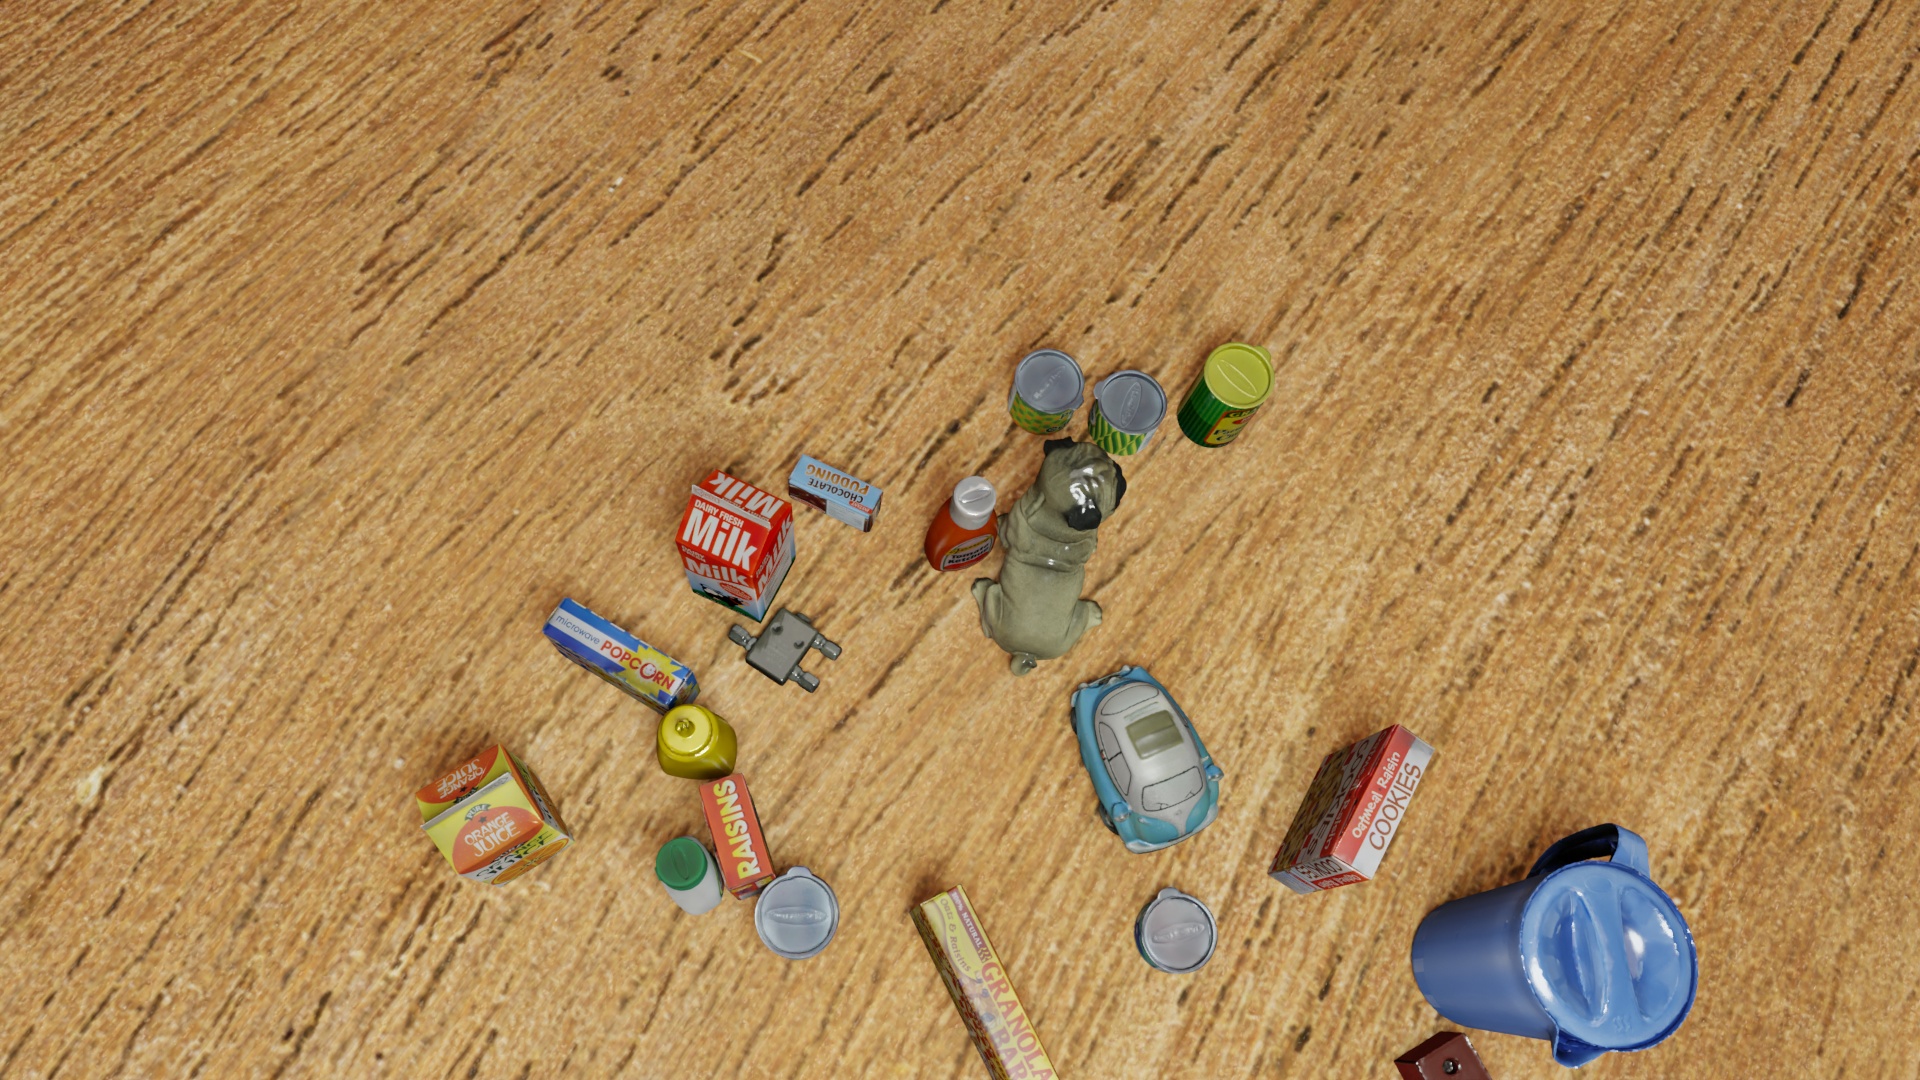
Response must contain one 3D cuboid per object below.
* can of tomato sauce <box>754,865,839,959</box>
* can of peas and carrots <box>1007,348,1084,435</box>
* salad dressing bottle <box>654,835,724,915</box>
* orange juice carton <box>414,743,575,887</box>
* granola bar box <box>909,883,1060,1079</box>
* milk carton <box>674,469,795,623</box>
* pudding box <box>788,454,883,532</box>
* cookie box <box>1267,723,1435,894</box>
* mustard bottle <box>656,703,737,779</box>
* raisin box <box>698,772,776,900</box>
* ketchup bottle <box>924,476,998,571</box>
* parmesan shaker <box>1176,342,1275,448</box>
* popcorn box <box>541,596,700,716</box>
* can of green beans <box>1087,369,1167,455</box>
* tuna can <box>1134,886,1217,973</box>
[{"bbox_3d":[-0.133,0.306,1.134,0.071,0.083,0.071,2,72,-5],"label":"can of tomato sauce"},{"bbox_3d":[0.083,-0.139,1.320,0.071,0.058,0.071,2,71,-5],"label":"can of peas and carrots"},{"bbox_3d":[-0.217,0.263,1.106,0.044,0.147,0.064,-23,76,-13],"label":"salad dressing bottle"},{"bbox_3d":[-0.364,0.215,1.083,0.072,0.192,0.073,-31,77,-14],"label":"orange juice carton"},{"bbox_3d":[0.017,0.361,1.109,0.039,0.123,0.166,-25,76,-13],"label":"granola bar box"},{"bbox_3d":[-0.188,0.001,1.175,0.072,0.190,0.074,25,71,3],"label":"milk carton"},{"bbox_3d":[-0.115,-0.043,1.272,0.084,0.049,0.030,24,71,3],"label":"pudding box"},{"bbox_3d":[0.323,0.228,1.164,0.040,0.167,0.123,31,71,5],"label":"cookie box"},{"bbox_3d":[-0.218,0.162,1.133,0.065,0.159,0.049,1,72,-5],"label":"mustard bottle"},{"bbox_3d":[-0.180,0.242,1.129,0.040,0.123,0.086,-17,74,-11],"label":"raisin box"},{"bbox_3d":[0.004,-0.015,1.223,0.065,0.148,0.043,-19,75,-12],"label":"ketchup bottle"},{"bbox_3d":[0.252,-0.137,1.314,0.071,0.102,0.071,2,72,-5],"label":"parmesan shaker"},{"bbox_3d":[-0.288,0.103,1.185,0.127,0.085,0.038,30,71,4],"label":"popcorn box"},{"bbox_3d":[0.158,-0.121,1.323,0.071,0.057,0.071,2,71,-5],"label":"can of green beans"},{"bbox_3d":[0.182,0.333,1.185,0.071,0.032,0.071,2,71,-5],"label":"tuna can"}]
